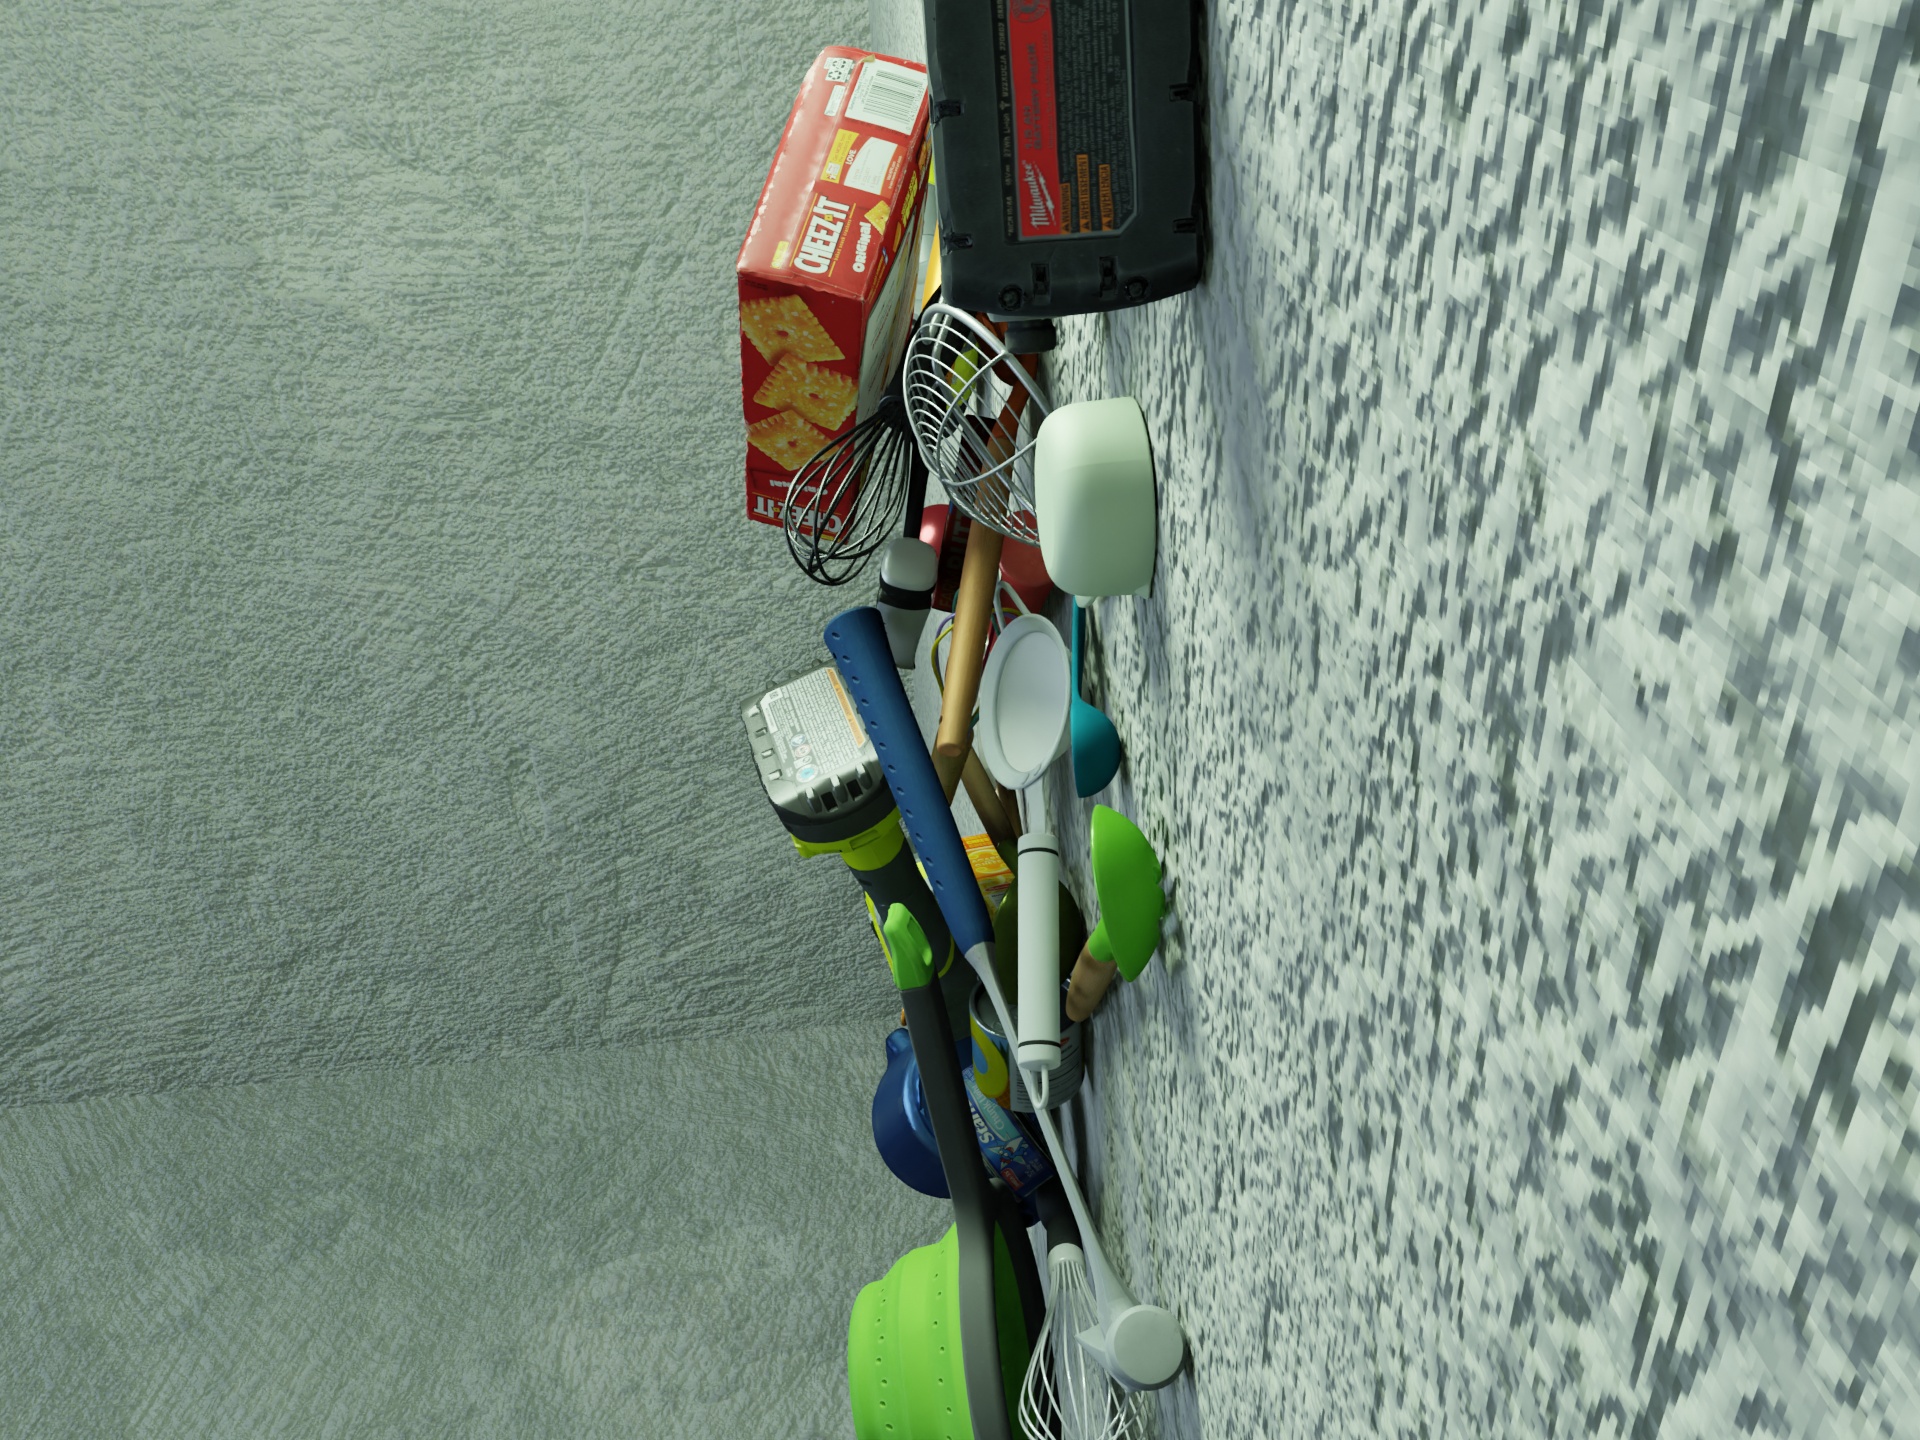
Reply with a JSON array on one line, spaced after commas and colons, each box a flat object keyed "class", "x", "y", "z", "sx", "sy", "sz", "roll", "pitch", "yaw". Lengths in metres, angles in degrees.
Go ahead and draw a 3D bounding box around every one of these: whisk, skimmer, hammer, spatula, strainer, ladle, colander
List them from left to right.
[{"class": "whisk", "x": -0.033, "y": -0.155, "z": 0.788, "sx": 0.055, "sy": 0.055, "sz": 0.239, "roll": 89, "pitch": -162, "yaw": -48}, {"class": "colander", "x": -0.023, "y": 0.290, "z": 0.866, "sx": 0.204, "sy": 0.094, "sz": 0.397, "roll": -75, "pitch": -27, "yaw": -73}, {"class": "hammer", "x": -0.017, "y": -0.198, "z": 0.955, "sx": 0.127, "sy": 0.034, "sz": 0.337, "roll": 111, "pitch": 168, "yaw": -66}, {"class": "whisk", "x": -0.004, "y": -0.003, "z": 0.912, "sx": 0.051, "sy": 0.047, "sz": 0.244, "roll": 44, "pitch": 155, "yaw": 14}, {"class": "spatula", "x": 0.009, "y": -0.124, "z": 0.815, "sx": 0.081, "sy": 0.041, "sz": 0.323, "roll": 123, "pitch": 160, "yaw": -56}, {"class": "ladle", "x": 0.012, "y": 0.068, "z": 0.994, "sx": 0.320, "sy": 0.062, "sz": 0.078, "roll": -116, "pitch": 26, "yaw": -62}, {"class": "ladle", "x": 0.017, "y": -0.016, "z": 1.175, "sx": 0.031, "sy": 0.069, "sz": 0.315, "roll": 147, "pitch": 114, "yaw": -65}, {"class": "hammer", "x": 0.013, "y": 0.126, "z": 0.792, "sx": 0.144, "sy": 0.035, "sz": 0.406, "roll": 90, "pitch": 160, "yaw": -67}, {"class": "hammer", "x": 0.030, "y": -0.047, "z": 0.984, "sx": 0.359, "sy": 0.036, "sz": 0.149, "roll": 107, "pitch": 158, "yaw": -81}, {"class": "skimmer", "x": 0.028, "y": -0.246, "z": 0.789, "sx": 0.127, "sy": 0.090, "sz": 0.364, "roll": 67, "pitch": -156, "yaw": -58}, {"class": "strainer", "x": 0.038, "y": 0.053, "z": 0.750, "sx": 0.087, "sy": 0.050, "sz": 0.259, "roll": -38, "pitch": 45, "yaw": 54}, {"class": "whisk", "x": 0.063, "y": 0.325, "z": 0.893, "sx": 0.285, "sy": 0.070, "sz": 0.070, "roll": -89, "pitch": -5, "yaw": -76}]

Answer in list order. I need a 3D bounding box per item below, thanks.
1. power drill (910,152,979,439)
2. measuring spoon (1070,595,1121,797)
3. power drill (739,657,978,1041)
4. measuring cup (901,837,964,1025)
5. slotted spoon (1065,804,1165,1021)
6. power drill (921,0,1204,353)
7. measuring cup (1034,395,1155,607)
[{"class": "power drill", "x": -0.030, "y": -0.343, "z": 1.220, "sx": 0.190, "sy": 0.080, "sz": 0.229, "roll": 96, "pitch": 165, "yaw": -71}, {"class": "measuring spoon", "x": 0.062, "y": -0.021, "z": 0.725, "sx": 0.042, "sy": 0.021, "sz": 0.129, "roll": 76, "pitch": -167, "yaw": -51}, {"class": "power drill", "x": -0.053, "y": 0.074, "z": 0.983, "sx": 0.171, "sy": 0.080, "sz": 0.223, "roll": -117, "pitch": 3, "yaw": -49}, {"class": "measuring cup", "x": 0.003, "y": 0.160, "z": 1.169, "sx": 0.174, "sy": 0.052, "sz": 0.095, "roll": -67, "pitch": -24, "yaw": -48}, {"class": "slotted spoon", "x": 0.065, "y": 0.107, "z": 0.738, "sx": 0.313, "sy": 0.031, "sz": 0.070, "roll": 90, "pitch": 175, "yaw": -70}, {"class": "power drill", "x": 0.027, "y": -0.197, "z": 0.557, "sx": 0.220, "sy": 0.078, "sz": 0.143, "roll": -98, "pitch": 4, "yaw": -74}, {"class": "measuring cup", "x": 0.046, "y": -0.075, "z": 0.655, "sx": 0.167, "sy": 0.038, "sz": 0.083, "roll": 109, "pitch": 156, "yaw": -76}]
